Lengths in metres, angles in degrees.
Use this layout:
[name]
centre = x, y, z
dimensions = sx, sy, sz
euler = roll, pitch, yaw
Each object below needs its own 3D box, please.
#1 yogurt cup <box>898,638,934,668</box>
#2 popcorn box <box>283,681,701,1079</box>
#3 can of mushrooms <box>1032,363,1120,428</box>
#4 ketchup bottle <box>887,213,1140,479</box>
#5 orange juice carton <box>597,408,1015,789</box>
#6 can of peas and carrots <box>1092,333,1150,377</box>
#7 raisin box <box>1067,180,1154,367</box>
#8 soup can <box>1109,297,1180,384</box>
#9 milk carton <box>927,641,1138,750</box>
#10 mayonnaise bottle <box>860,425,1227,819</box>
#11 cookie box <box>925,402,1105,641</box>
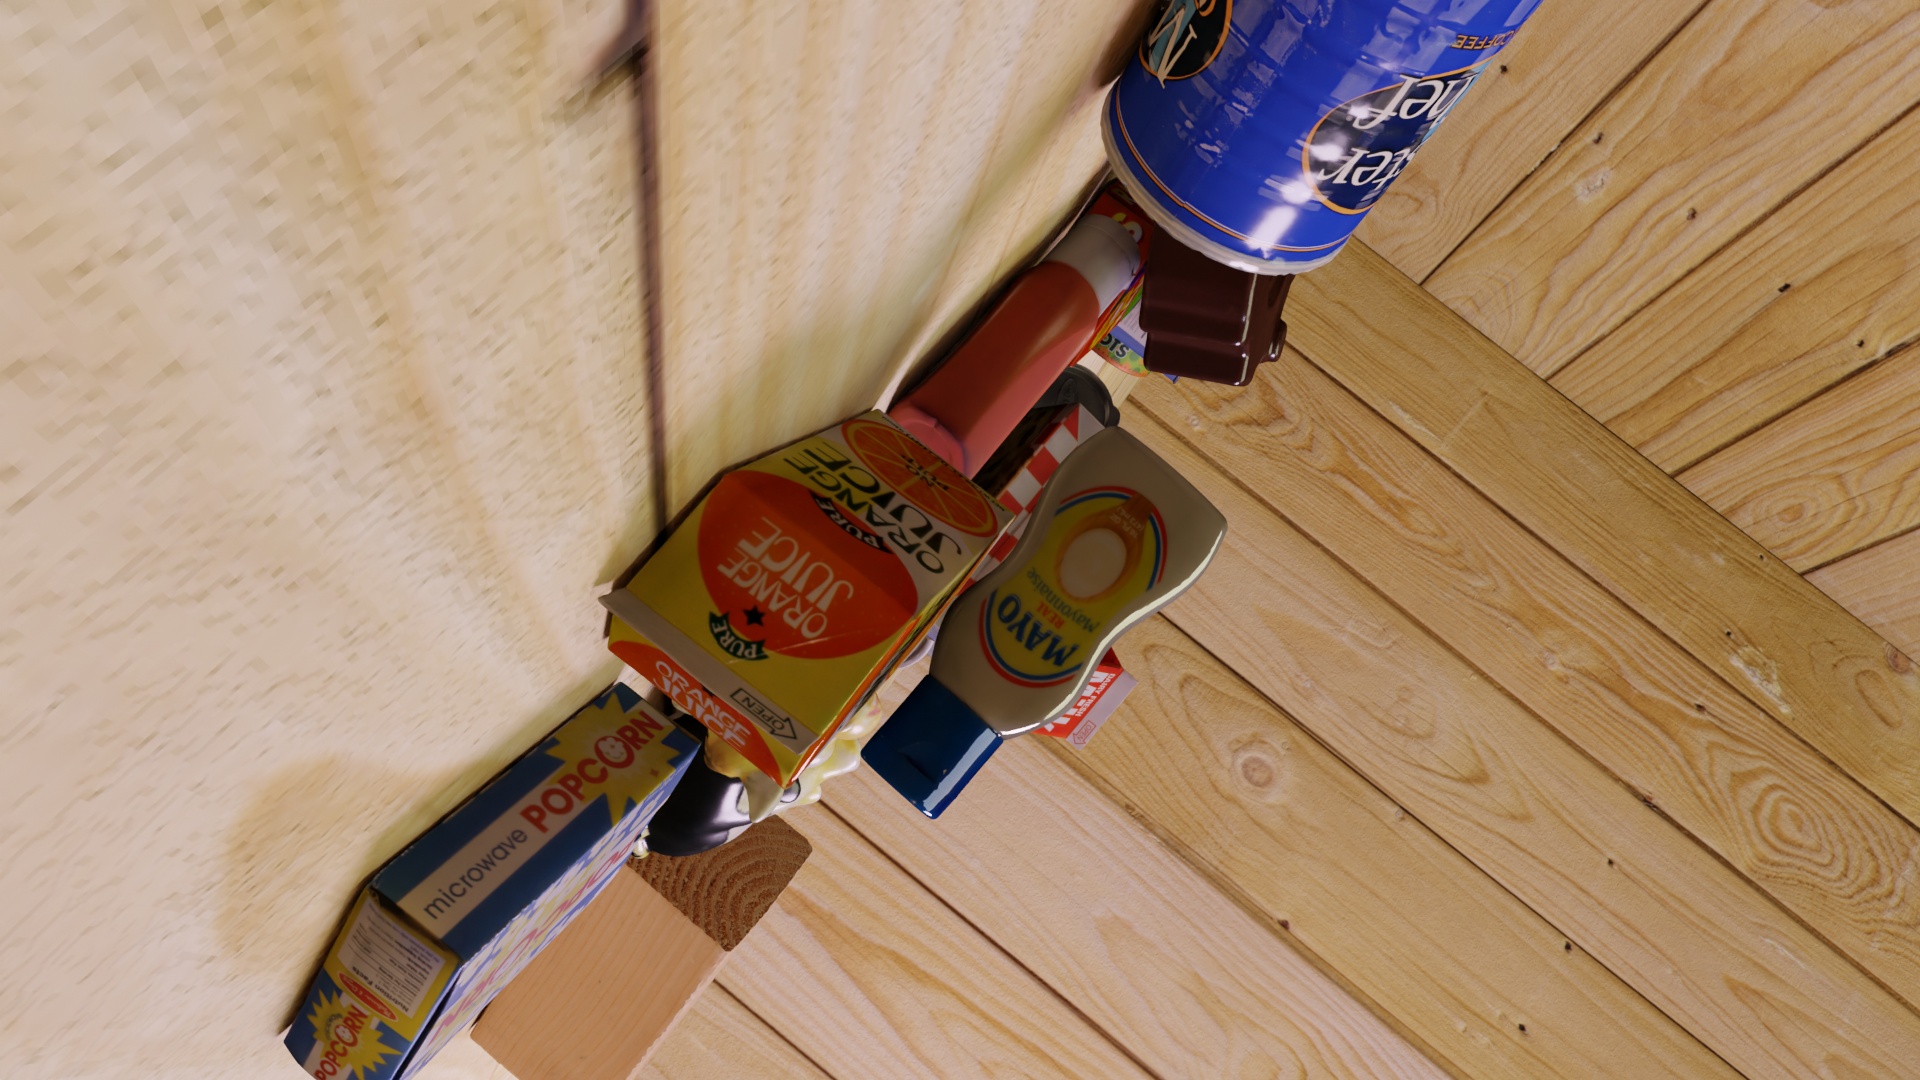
[yogurt cup]
centre = -0.043, 0.038, 0.851
dimensions = 0.072, 0.072, 0.054
euler = -53, -176, 24
[popcorn box]
centre = -0.146, 0.110, 0.446
dimensions = 0.085, 0.038, 0.127
euler = -55, 175, 30
[can of mushrooms]
centre = 0.073, -0.088, 0.966
dimensions = 0.071, 0.071, 0.033
euler = -49, 178, -29
[ketchup bottle]
centre = 0.027, -0.086, 0.609
dimensions = 0.149, 0.043, 0.064
euler = -50, 175, -27
[orange juice carton]
centre = -0.048, 0.016, 0.461
dimensions = 0.072, 0.072, 0.193
euler = -53, 176, 18
[can of peas and carrots]
centre = 0.111, -0.148, 0.897
dimensions = 0.058, 0.071, 0.071
euler = -53, 176, 25
[raisin box]
centre = 0.082, -0.148, 0.721
dimensions = 0.085, 0.040, 0.124
euler = -54, 177, 32
[soup can]
centre = 0.116, -0.144, 0.824
dimensions = 0.071, 0.084, 0.071
euler = -51, 177, -4
[milk carton]
centre = 0.030, 0.063, 0.973
dimensions = 0.072, 0.190, 0.074
euler = -53, 176, 22
[mayonnaise bottle]
centre = 0.026, 0.032, 0.494
dimensions = 0.148, 0.065, 0.041
euler = -48, 177, -8
[cookie box]
centre = 0.003, -0.009, 0.708
dimensions = 0.123, 0.040, 0.167
euler = -50, -164, -11
